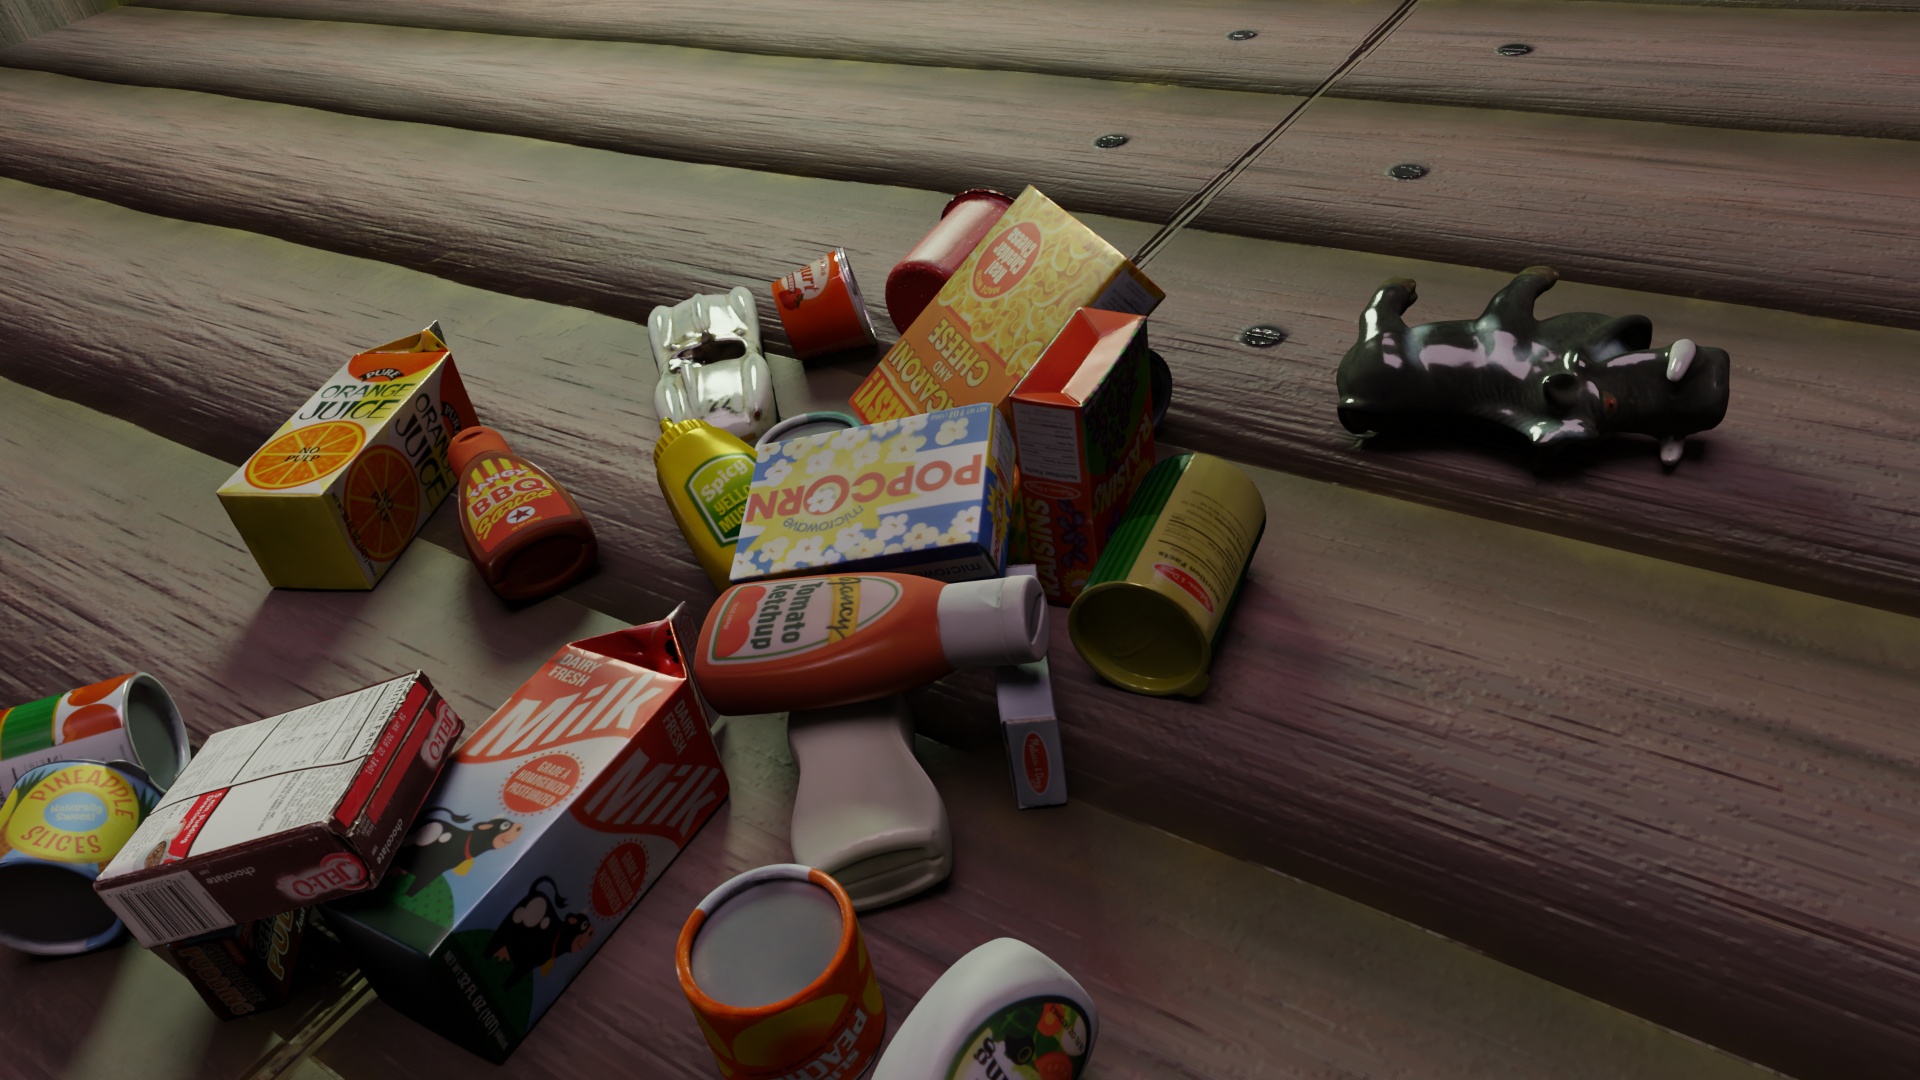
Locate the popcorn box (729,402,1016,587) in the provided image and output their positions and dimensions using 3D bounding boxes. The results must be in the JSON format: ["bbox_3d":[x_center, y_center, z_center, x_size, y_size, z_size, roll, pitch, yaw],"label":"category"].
[{"bbox_3d":[-0.040,-0.013,0.656,0.126,0.038,0.085,-9,51,19],"label":"popcorn box"}]

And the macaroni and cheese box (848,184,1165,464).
[{"bbox_3d":[0.021,-0.106,0.779,0.166,0.040,0.124,-49,38,10],"label":"macaroni and cheese box"}]

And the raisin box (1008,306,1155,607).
[{"bbox_3d":[0.063,-0.039,0.683,0.040,0.122,0.086,10,42,24],"label":"raisin box"}]

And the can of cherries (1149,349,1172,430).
[{"bbox_3d":[0.076,-0.091,0.794,0.071,0.071,0.058,-22,38,-14],"label":"can of cherries"}]

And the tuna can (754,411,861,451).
[{"bbox_3d":[-0.082,-0.043,0.801,0.071,0.032,0.071,-7,37,6],"label":"tuna can"}]

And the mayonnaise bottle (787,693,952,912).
[{"bbox_3d":[-0.046,0.092,0.608,0.065,0.041,0.149,-17,35,-1],"label":"mayonnaise bottle"}]

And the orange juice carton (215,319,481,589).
[{"bbox_3d":[-0.359,-0.058,0.859,0.073,0.071,0.194,0,39,14],"label":"orange juice carton"}]

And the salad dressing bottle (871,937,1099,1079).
[{"bbox_3d":[-0.014,0.199,0.447,0.044,0.064,0.148,5,44,50],"label":"salad dressing bottle"}]

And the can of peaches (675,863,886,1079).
[{"bbox_3d":[-0.064,0.163,0.505,0.071,0.057,0.071,-7,36,5],"label":"can of peaches"}]

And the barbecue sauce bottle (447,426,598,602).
[{"bbox_3d":[-0.263,-0.021,0.809,0.065,0.043,0.149,-27,39,-18],"label":"barbecue sauce bottle"}]

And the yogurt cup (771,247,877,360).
[{"bbox_3d":[-0.092,-0.154,0.925,0.054,0.072,0.073,-20,37,2],"label":"yogurt cup"}]

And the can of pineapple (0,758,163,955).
[{"bbox_3d":[-0.393,0.139,0.612,0.071,0.070,0.058,-12,38,-1],"label":"can of pineapple"}]

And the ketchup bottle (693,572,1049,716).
[{"bbox_3d":[-0.037,0.041,0.595,0.149,0.043,0.065,-7,39,20],"label":"ketchup bottle"}]

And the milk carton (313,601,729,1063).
[{"bbox_3d":[-0.165,0.111,0.588,0.073,0.072,0.191,12,43,29],"label":"milk carton"}]

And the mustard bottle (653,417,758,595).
[{"bbox_3d":[-0.128,-0.023,0.750,0.065,0.048,0.161,-30,53,-21],"label":"mustard bottle"}]

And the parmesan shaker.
[{"bbox_3d":[0.101,0.016,0.652,0.071,0.071,0.103,8,40,24],"label":"parmesan shaker"}]

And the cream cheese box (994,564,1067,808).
[{"bbox_3d":[0.029,0.063,0.616,0.024,0.053,0.104,-7,37,2],"label":"cream cheese box"}]

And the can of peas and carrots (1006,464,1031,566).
[{"bbox_3d":[0.003,-0.009,0.712,0.071,0.058,0.071,-7,37,5],"label":"can of peas and carrots"}]

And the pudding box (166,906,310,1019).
[{"bbox_3d":[-0.301,0.151,0.588,0.030,0.049,0.084,-12,37,-3],"label":"pudding box"}]

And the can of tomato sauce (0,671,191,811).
[{"bbox_3d":[-0.428,0.105,0.668,0.083,0.070,0.071,-17,37,-9],"label":"can of tomato sauce"}]
